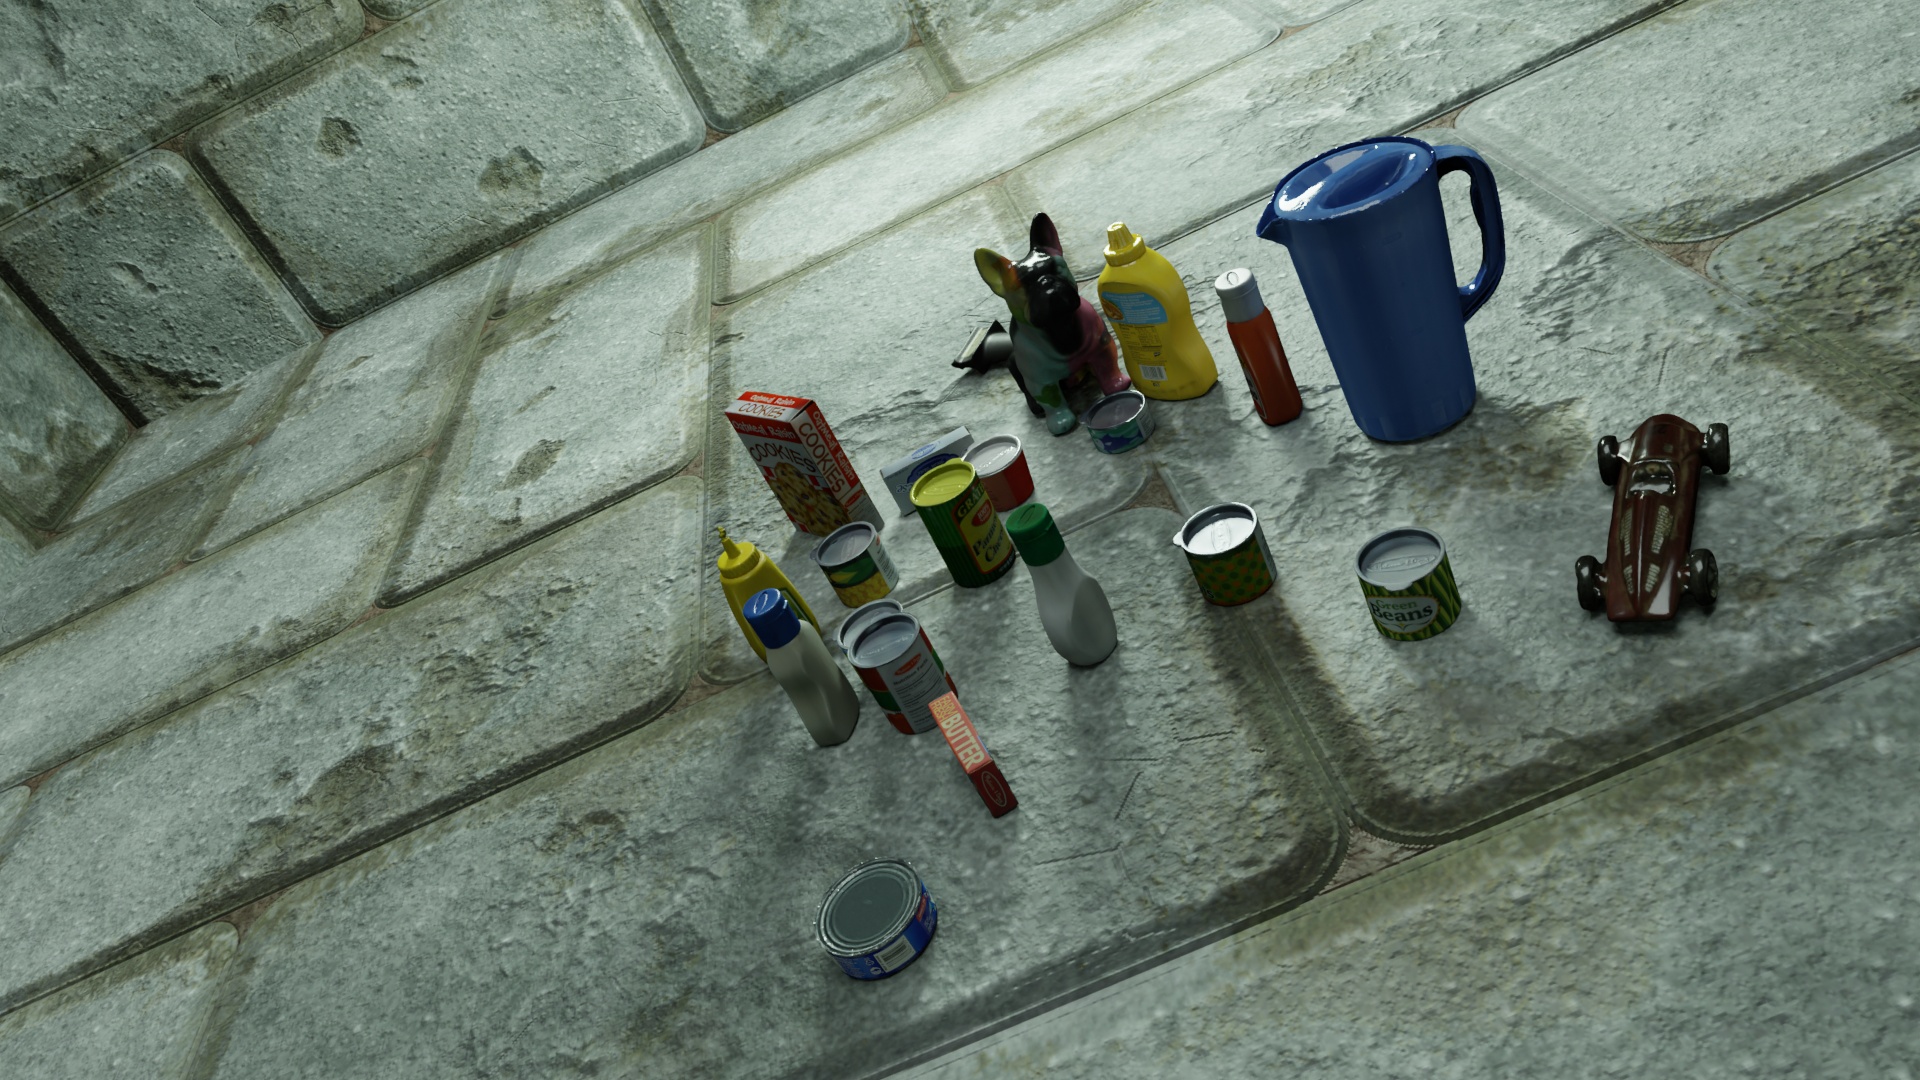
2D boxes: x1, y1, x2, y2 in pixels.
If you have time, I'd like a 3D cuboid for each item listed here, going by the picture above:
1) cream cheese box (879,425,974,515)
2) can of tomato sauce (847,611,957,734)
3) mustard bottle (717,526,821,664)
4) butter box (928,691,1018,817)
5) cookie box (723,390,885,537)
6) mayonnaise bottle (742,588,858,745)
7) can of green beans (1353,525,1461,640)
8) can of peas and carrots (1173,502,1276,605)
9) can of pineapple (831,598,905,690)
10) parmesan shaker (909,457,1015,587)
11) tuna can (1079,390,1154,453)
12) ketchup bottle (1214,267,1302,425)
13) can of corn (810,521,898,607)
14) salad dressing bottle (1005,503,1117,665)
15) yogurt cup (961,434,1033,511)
[{"bbox_3d":[-0.027,-0.073,1.460,0.104,0.053,0.024,-28,31,0],"label":"cream cheese box"},{"bbox_3d":[-0.048,0.112,1.181,0.071,0.082,0.071,-20,32,13],"label":"can of tomato sauce"},{"bbox_3d":[-0.188,0.052,1.301,0.065,0.159,0.049,-41,34,-20],"label":"mustard bottle"},{"bbox_3d":[0.009,0.166,1.088,0.024,0.053,0.104,-31,32,-4],"label":"butter box"},{"bbox_3d":[-0.164,-0.077,1.462,0.123,0.166,0.040,12,50,47],"label":"cookie box"},{"bbox_3d":[-0.137,0.106,1.194,0.041,0.147,0.065,-16,33,19],"label":"mayonnaise bottle"},{"bbox_3d":[0.332,0.032,1.031,0.071,0.057,0.071,-20,32,13],"label":"can of green beans"},{"bbox_3d":[0.219,0.012,1.145,0.071,0.058,0.071,-20,32,13],"label":"can of peas and carrots"},{"bbox_3d":[-0.071,0.095,1.247,0.071,0.057,0.071,-20,32,13],"label":"can of pineapple"},{"bbox_3d":[0.005,-0.016,1.307,0.071,0.102,0.072,-20,32,13],"label":"parmesan shaker"},{"bbox_3d":[0.159,-0.119,1.405,0.071,0.032,0.071,-20,32,13],"label":"tuna can"},{"bbox_3d":[0.277,-0.183,1.296,0.043,0.148,0.065,-21,32,11],"label":"ketchup bottle"},{"bbox_3d":[-0.104,0.025,1.373,0.071,0.058,0.071,-20,32,13],"label":"can of corn"},{"bbox_3d":[0.082,0.036,1.131,0.044,0.147,0.064,2,42,39],"label":"salad dressing bottle"},{"bbox_3d":[0.039,-0.066,1.398,0.072,0.053,0.073,-20,32,13],"label":"yogurt cup"}]
